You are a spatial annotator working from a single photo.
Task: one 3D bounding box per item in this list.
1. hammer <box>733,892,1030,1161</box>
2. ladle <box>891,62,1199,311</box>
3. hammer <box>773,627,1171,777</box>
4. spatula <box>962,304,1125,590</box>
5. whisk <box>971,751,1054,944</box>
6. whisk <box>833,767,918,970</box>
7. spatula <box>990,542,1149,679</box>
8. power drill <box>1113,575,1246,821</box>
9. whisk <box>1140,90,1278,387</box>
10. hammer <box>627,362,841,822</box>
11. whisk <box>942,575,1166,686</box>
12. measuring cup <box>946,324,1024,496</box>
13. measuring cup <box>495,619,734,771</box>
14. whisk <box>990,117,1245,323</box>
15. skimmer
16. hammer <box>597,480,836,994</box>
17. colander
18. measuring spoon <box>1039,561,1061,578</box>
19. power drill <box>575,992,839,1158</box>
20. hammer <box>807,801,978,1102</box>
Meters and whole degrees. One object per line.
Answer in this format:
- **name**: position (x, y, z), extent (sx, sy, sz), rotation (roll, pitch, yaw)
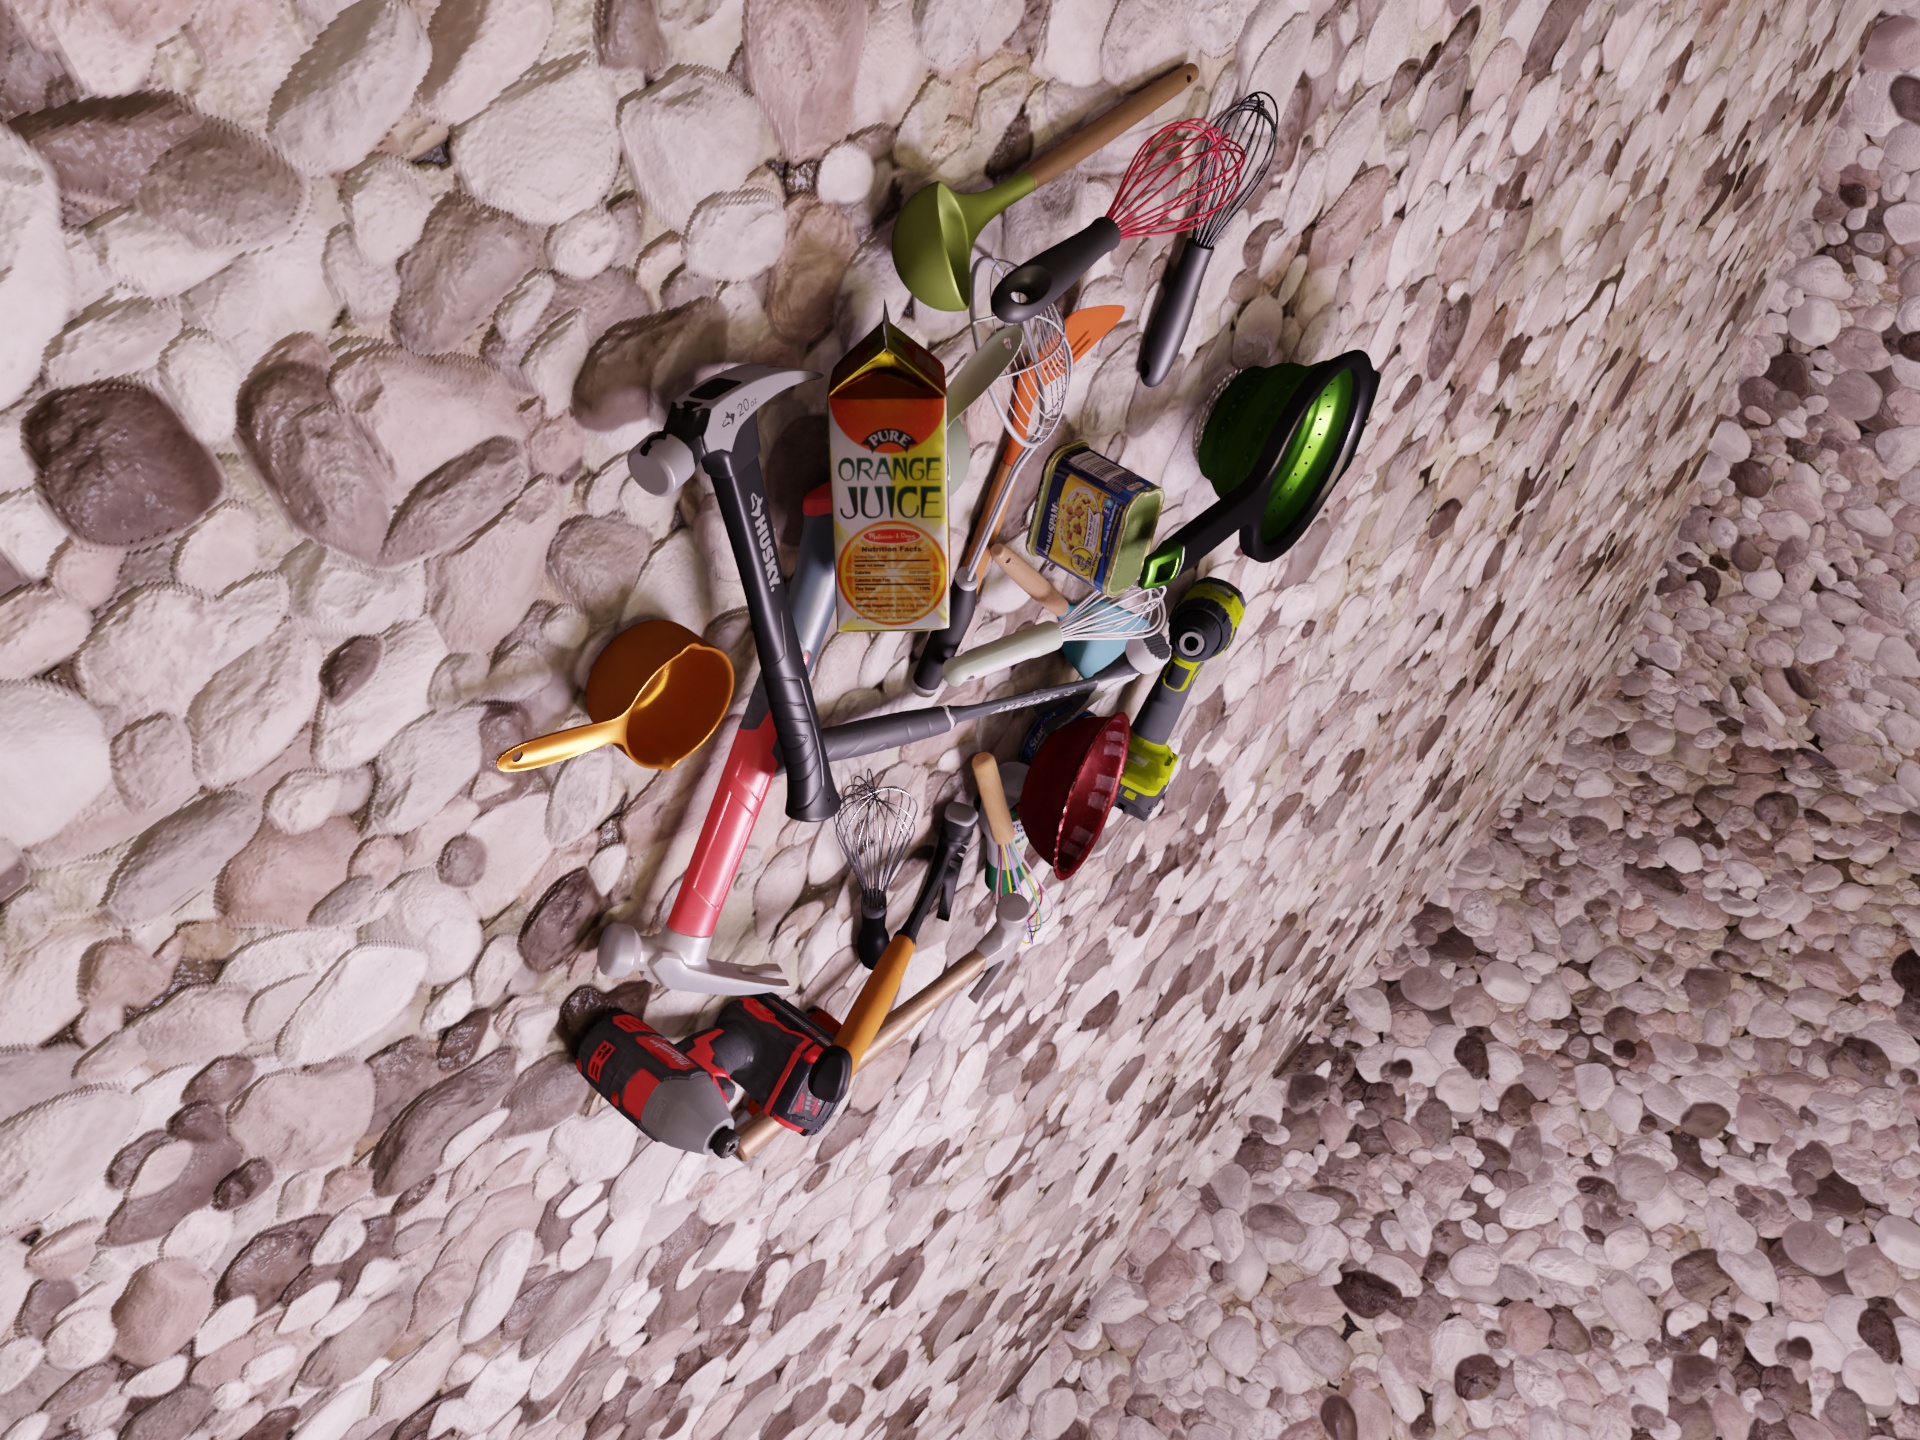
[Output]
- **hammer**: position (-0.069, 0.281, 1.422), extent (0.331, 0.031, 0.130), rotation (-35, 156, -24)
- **ladle**: position (0.069, -0.361, 1.033), extent (0.320, 0.062, 0.078), rotation (-42, 132, -30)
- **hammer**: position (-0.002, -0.004, 1.292), extent (0.409, 0.036, 0.149), rotation (-13, 163, -45)
- **spatula**: position (0.038, -0.170, 1.206), extent (0.081, 0.041, 0.322), rotation (-24, 140, -53)
- **whisk**: position (0.044, 0.119, 1.466), extent (0.047, 0.051, 0.244), rotation (-38, 135, -23)
- **whisk**: position (-0.073, 0.140, 1.352), extent (0.070, 0.070, 0.284), rotation (-39, 153, -28)
- **spatula**: position (0.086, -0.096, 1.340), extent (0.082, 0.044, 0.317), rotation (-50, 159, 5)
- **power drill**: position (0.199, -0.023, 1.537), extent (0.228, 0.080, 0.190), rotation (-66, 172, 20)
- **whisk**: position (0.187, -0.365, 1.227), extent (0.055, 0.055, 0.238), rotation (-23, 142, -46)
- **hammer**: position (-0.115, -0.065, 0.997), extent (0.146, 0.035, 0.334), rotation (-52, 146, -39)
- **whisk**: position (0.081, -0.071, 1.293), extent (0.246, 0.059, 0.058), rotation (-22, 171, -36)
- **measuring cup**: position (-0.003, -0.200, 1.023), extent (0.167, 0.083, 0.038), rotation (-41, 177, 41)
- **measuring cup**: position (-0.219, -0.009, 0.965), extent (0.173, 0.052, 0.095), rotation (-21, 137, -45)
- **whisk**: position (0.107, -0.336, 1.073), extent (0.296, 0.073, 0.073), rotation (-45, 152, -37)
- **skimmer**: position (-0.004, -0.157, 1.150), extent (0.127, 0.090, 0.363), rotation (-78, -172, -47)
- **hammer**: position (-0.126, 0.019, 1.108), extent (0.143, 0.038, 0.386), rotation (13, 108, -30)
- **colander**: position (0.232, -0.216, 1.377), extent (0.397, 0.094, 0.204), rotation (-37, 149, -43)
- **measuring spoon**: position (0.109, -0.163, 1.361), extent (0.124, 0.018, 0.034), rotation (-40, 150, -14)
- **power drill**: position (-0.182, 0.279, 1.239), extent (0.078, 0.143, 0.219), rotation (-63, 154, 8)
- **hammer**: position (-0.056, 0.202, 1.326), extent (0.337, 0.034, 0.127), rotation (-59, 167, -57)
